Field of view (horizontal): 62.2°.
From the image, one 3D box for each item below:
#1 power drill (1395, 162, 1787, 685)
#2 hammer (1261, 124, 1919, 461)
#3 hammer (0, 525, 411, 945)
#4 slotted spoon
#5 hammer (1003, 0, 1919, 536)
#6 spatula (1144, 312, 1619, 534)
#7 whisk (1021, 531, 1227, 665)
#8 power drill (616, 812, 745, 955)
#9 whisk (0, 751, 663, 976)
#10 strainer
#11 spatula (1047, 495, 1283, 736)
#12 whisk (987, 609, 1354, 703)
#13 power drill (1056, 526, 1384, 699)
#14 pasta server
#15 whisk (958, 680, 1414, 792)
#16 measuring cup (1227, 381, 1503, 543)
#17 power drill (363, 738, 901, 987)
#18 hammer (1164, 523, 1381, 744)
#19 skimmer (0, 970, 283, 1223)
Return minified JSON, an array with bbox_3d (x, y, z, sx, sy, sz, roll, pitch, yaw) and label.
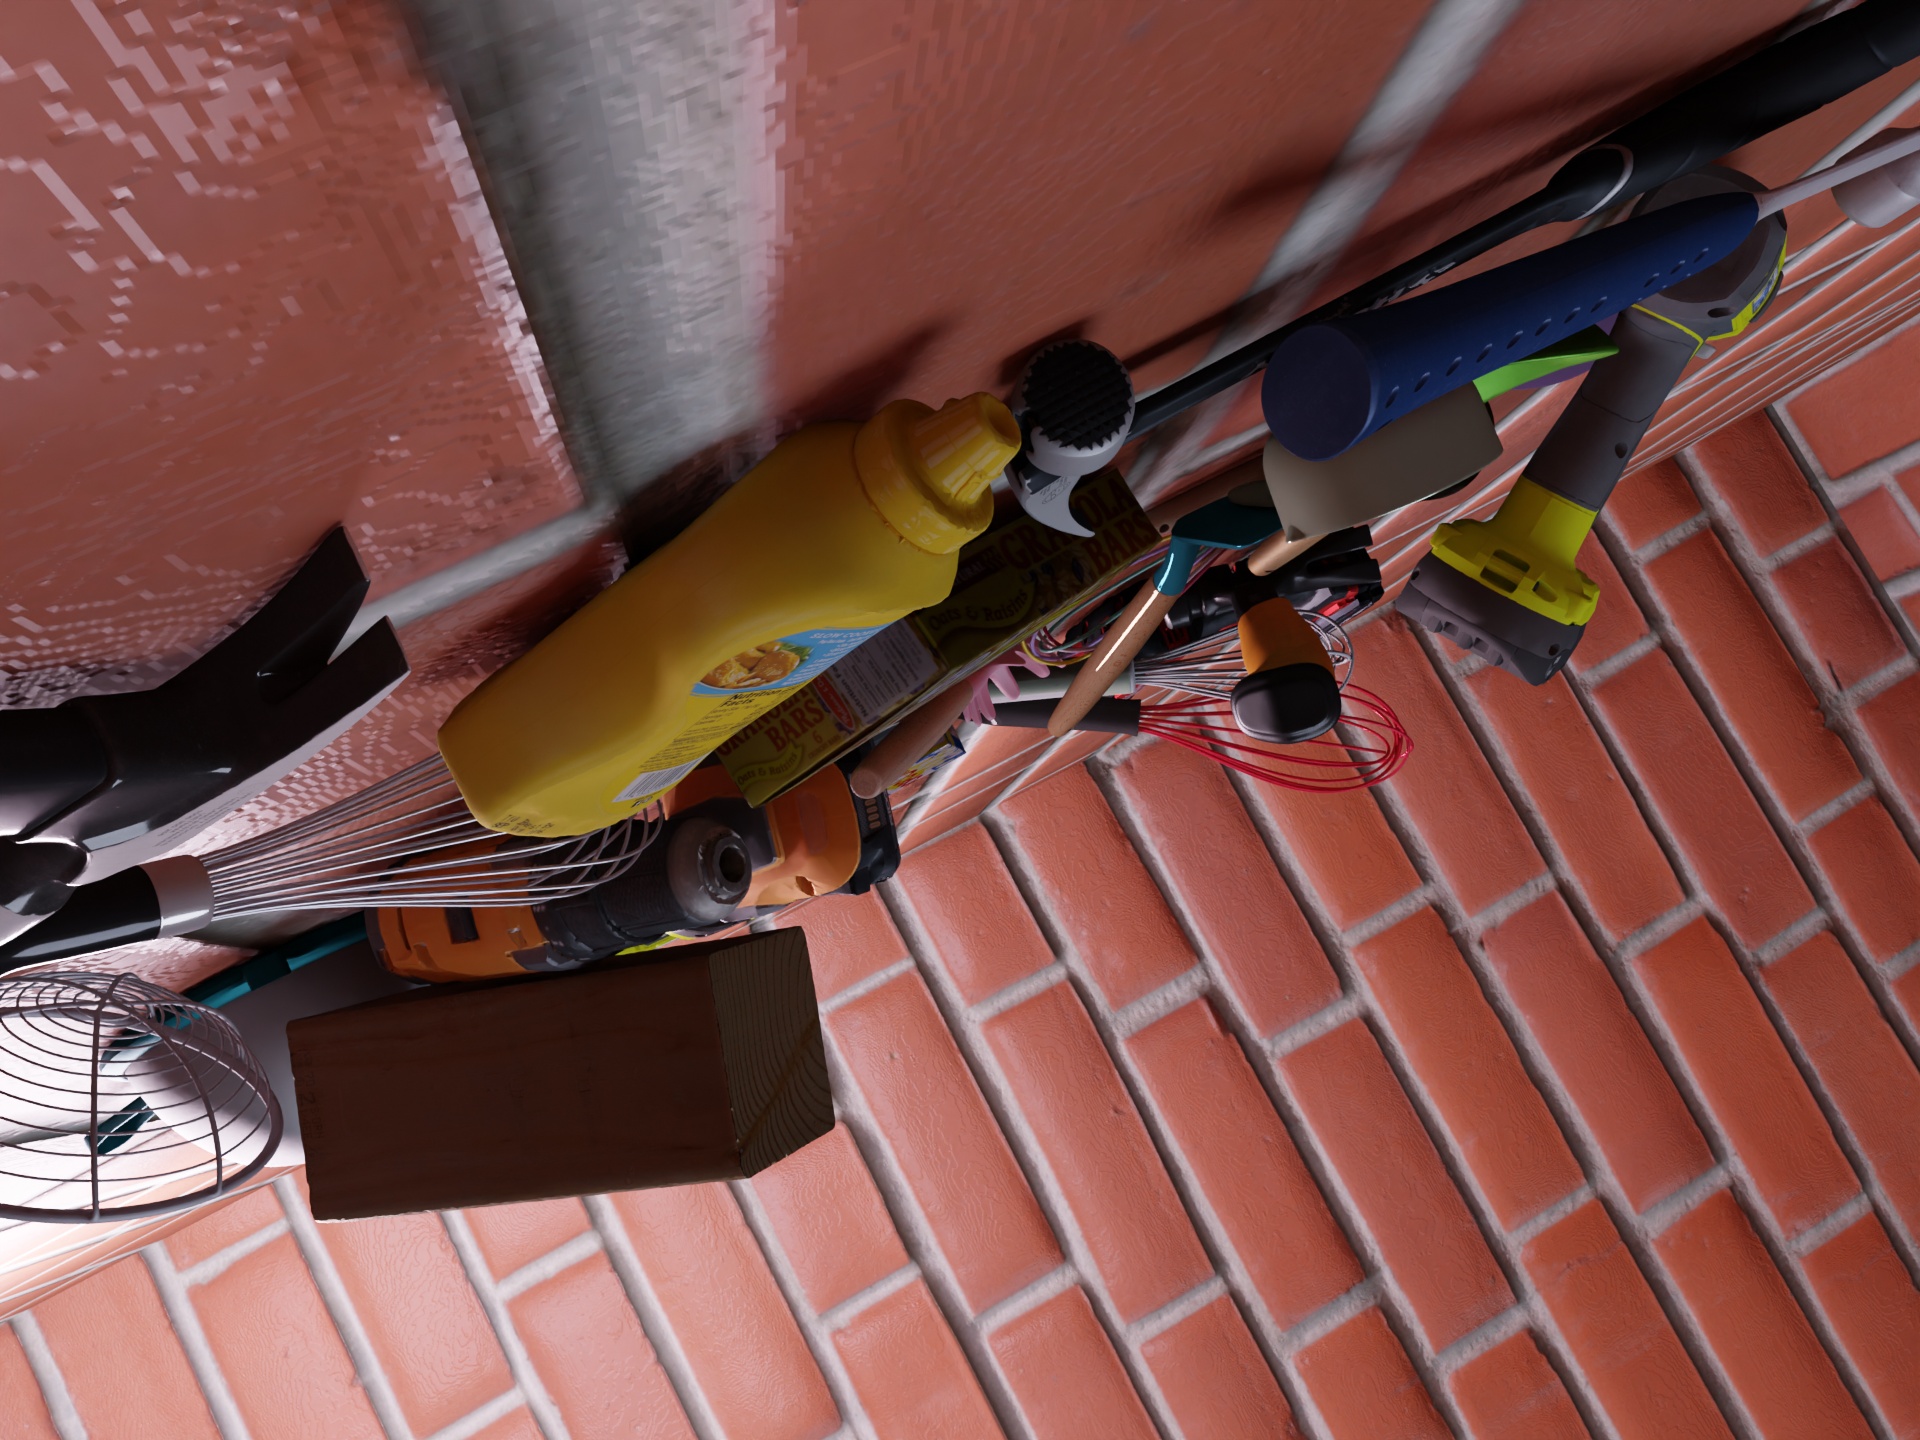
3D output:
[{"bbox_3d":[0.306,-0.138,0.751,0.190,0.080,0.228,-15,135,-63],"label":"power drill"},{"bbox_3d":[0.254,-0.166,0.508,0.405,0.035,0.144,-26,176,-29],"label":"hammer"},{"bbox_3d":[-0.219,0.010,0.220,0.146,0.035,0.334,-29,174,14],"label":"hammer"},{"bbox_3d":[0.178,-0.109,0.680,0.070,0.031,0.313,-9,172,-10],"label":"slotted spoon"},{"bbox_3d":[0.195,-0.170,0.540,0.409,0.036,0.149,-28,175,-5],"label":"hammer"},{"bbox_3d":[0.227,-0.158,0.808,0.316,0.018,0.059,-25,138,-8],"label":"spatula"},{"bbox_3d":[0.137,-0.102,0.831,0.245,0.047,0.051,-32,-174,0],"label":"whisk"},{"bbox_3d":[-0.183,0.108,0.997,0.171,0.080,0.223,-22,175,-43],"label":"power drill"},{"bbox_3d":[-0.207,0.047,0.484,0.284,0.070,0.070,-14,166,-47],"label":"whisk"},{"bbox_3d":[-0.361,0.197,0.846,0.340,0.095,0.211,-33,172,28],"label":"strainer"},{"bbox_3d":[0.094,-0.044,0.745,0.082,0.044,0.317,-31,169,-22],"label":"spatula"},{"bbox_3d":[0.110,-0.028,0.948,0.246,0.059,0.058,-5,180,7],"label":"whisk"},{"bbox_3d":[0.164,-0.067,1.075,0.219,0.078,0.143,-21,170,-30],"label":"power drill"},{"bbox_3d":[-0.001,-0.002,0.768,0.060,0.040,0.316,-37,-177,16],"label":"pasta server"},{"bbox_3d":[0.130,0.000,0.985,0.296,0.073,0.073,6,176,6],"label":"whisk"},{"bbox_3d":[0.128,-0.099,0.579,0.083,0.038,0.168,-26,-168,-9],"label":"measuring cup"},{"bbox_3d":[-0.117,0.058,0.704,0.185,0.084,0.226,-13,-179,34],"label":"power drill"},{"bbox_3d":[0.160,-0.046,0.779,0.127,0.034,0.337,-14,-169,10],"label":"hammer"},{"bbox_3d":[-0.408,0.177,0.497,0.363,0.090,0.127,-24,-155,-11],"label":"skimmer"}]
